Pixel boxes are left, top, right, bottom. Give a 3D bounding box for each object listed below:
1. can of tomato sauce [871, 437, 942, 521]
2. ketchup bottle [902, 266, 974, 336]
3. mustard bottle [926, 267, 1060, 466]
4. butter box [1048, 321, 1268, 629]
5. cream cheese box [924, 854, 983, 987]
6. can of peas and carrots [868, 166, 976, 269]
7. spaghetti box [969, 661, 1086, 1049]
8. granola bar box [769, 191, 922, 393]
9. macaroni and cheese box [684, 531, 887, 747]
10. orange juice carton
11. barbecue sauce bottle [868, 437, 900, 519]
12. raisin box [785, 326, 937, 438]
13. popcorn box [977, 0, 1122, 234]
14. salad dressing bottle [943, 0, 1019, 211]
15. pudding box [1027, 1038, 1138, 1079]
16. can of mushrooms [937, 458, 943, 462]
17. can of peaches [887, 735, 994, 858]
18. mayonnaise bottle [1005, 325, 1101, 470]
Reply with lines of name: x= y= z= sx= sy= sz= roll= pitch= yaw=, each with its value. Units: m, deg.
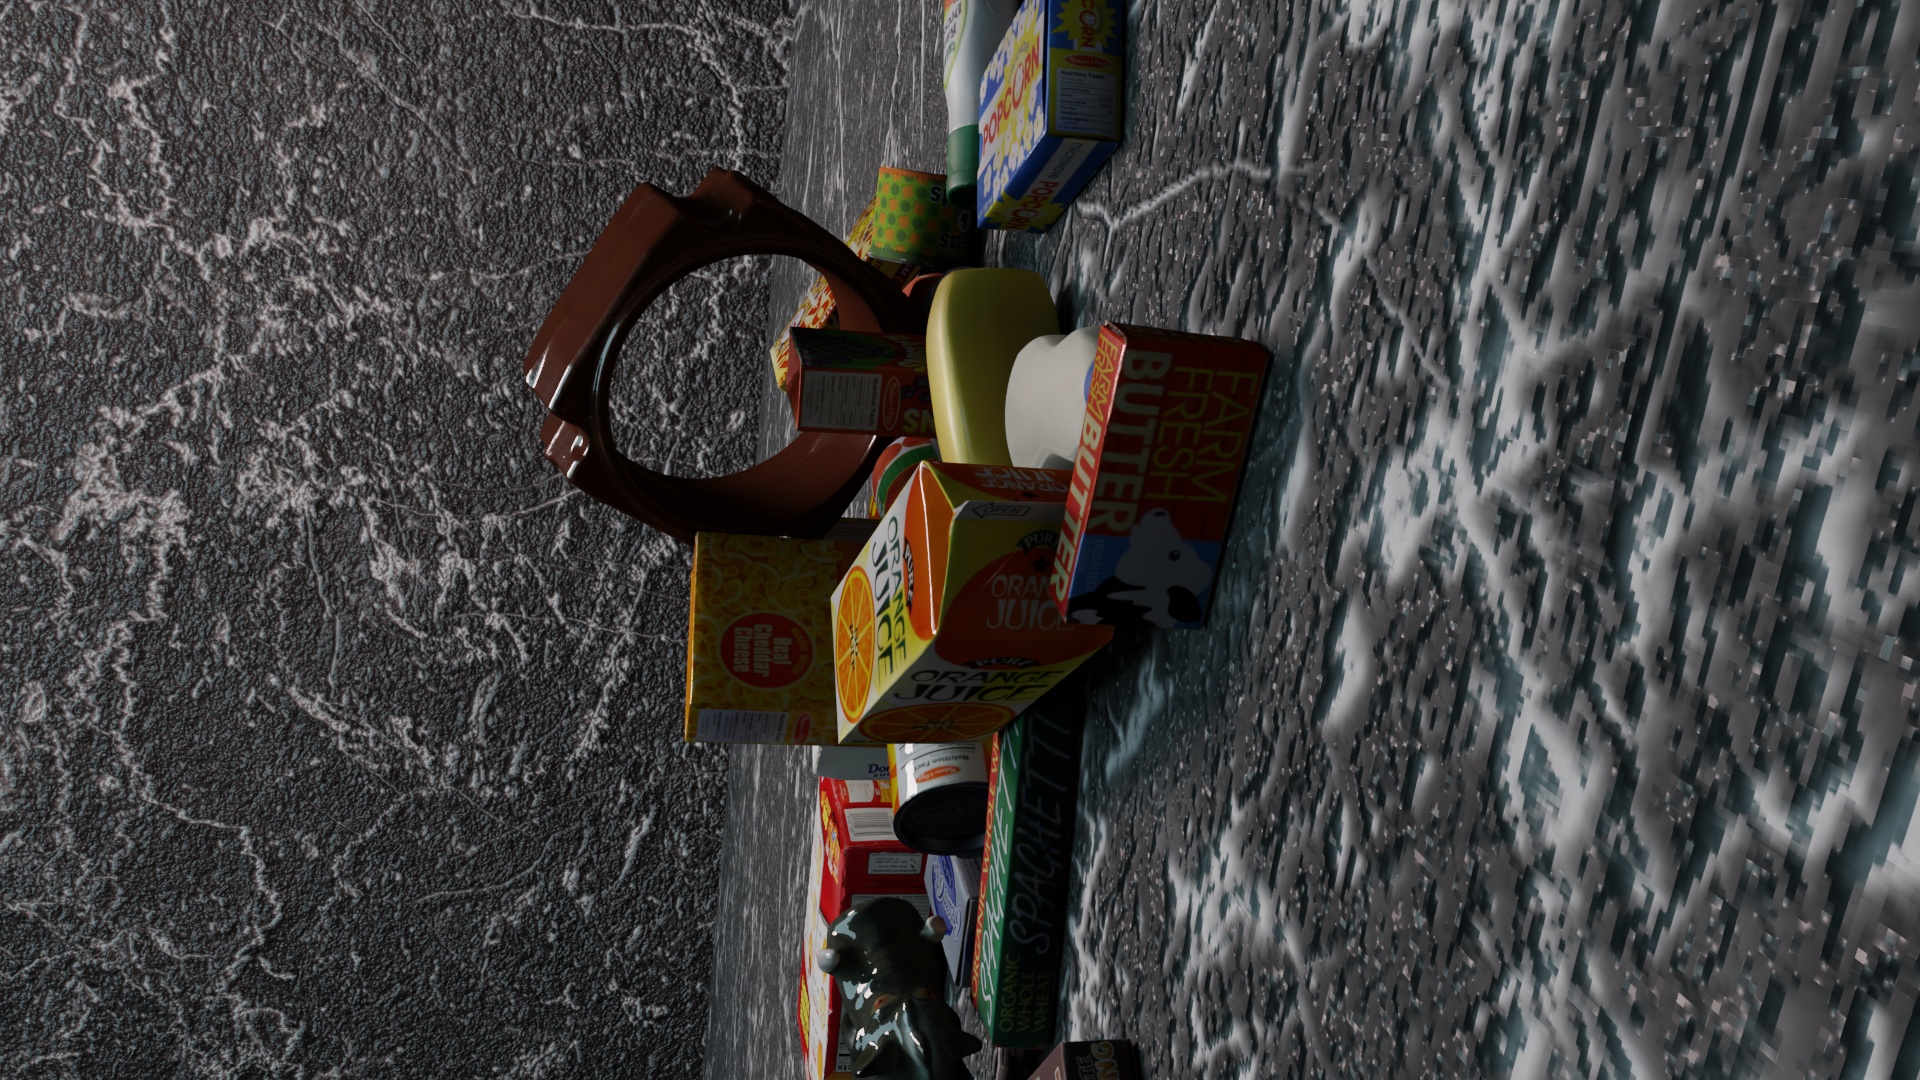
can of tomato sauce: x=-0.016 y=-0.020 z=0.800 sx=0.083 sy=0.071 sz=0.071 roll=-115 pitch=32 yaw=-67
ketchup bottle: x=-0.014 y=-0.142 z=0.885 sx=0.148 sy=0.043 sz=0.064 roll=176 pitch=95 yaw=-77
mustard bottle: x=0.018 y=-0.050 z=0.675 sx=0.048 sy=0.065 sz=0.160 roll=139 pitch=130 yaw=-75
butter box: x=0.066 y=-0.021 z=0.470 sx=0.024 sy=0.053 sz=0.103 roll=-116 pitch=32 yaw=-62
cream cheese box: x=0.002 y=0.190 z=0.756 sx=0.104 sy=0.024 sz=0.053 roll=-120 pitch=36 yaw=-68
can of peas and carrots: x=-0.021 y=-0.207 z=0.895 sx=0.071 sy=0.071 sz=0.058 roll=-126 pitch=42 yaw=-71
spaghetti box: x=0.033 y=0.104 z=0.634 sx=0.050 sy=0.029 sz=0.249 roll=-153 pitch=68 yaw=-77
granola bar box: x=-0.078 y=-0.185 z=1.036 sx=0.165 sy=0.039 sz=0.124 roll=-54 pitch=20 yaw=10
macaroni and cheese box: x=-0.071 y=0.057 z=0.796 sx=0.040 sy=0.167 sz=0.124 roll=108 pitch=161 yaw=-47
orange juice carton: x=0.005 y=0.024 z=0.565 sx=0.191 sy=0.072 sz=0.073 roll=129 pitch=140 yaw=-60
barbecue sauce bottle: x=-0.040 y=-0.035 z=0.969 sx=0.065 sy=0.044 sz=0.147 roll=-100 pitch=18 yaw=-45
raisin box: x=-0.031 y=-0.087 z=0.761 sx=0.086 sy=0.123 sz=0.040 roll=-117 pitch=31 yaw=-66
popcorn box: x=0.041 y=-0.210 z=0.674 sx=0.126 sy=0.038 sz=0.085 roll=150 pitch=121 yaw=-75
salad dressing bottle: x=0.011 y=-0.268 z=0.810 sx=0.064 sy=0.044 sz=0.148 roll=140 pitch=132 yaw=-71
pudding box: x=0.045 y=0.231 z=0.540 sx=0.083 sy=0.030 sz=0.050 roll=110 pitch=159 yaw=-52
can of mushrooms: x=0.003 y=-0.009 z=0.714 sx=0.033 sy=0.071 sz=0.071 roll=177 pitch=97 yaw=-79
can of peaches: x=-0.003 y=0.120 z=0.710 sx=0.070 sy=0.071 sz=0.058 roll=106 pitch=162 yaw=-44
mayonnaise bottle: x=0.055 y=-0.057 z=0.559 sx=0.148 sy=0.041 sz=0.064 roll=-175 pitch=88 yaw=-76
